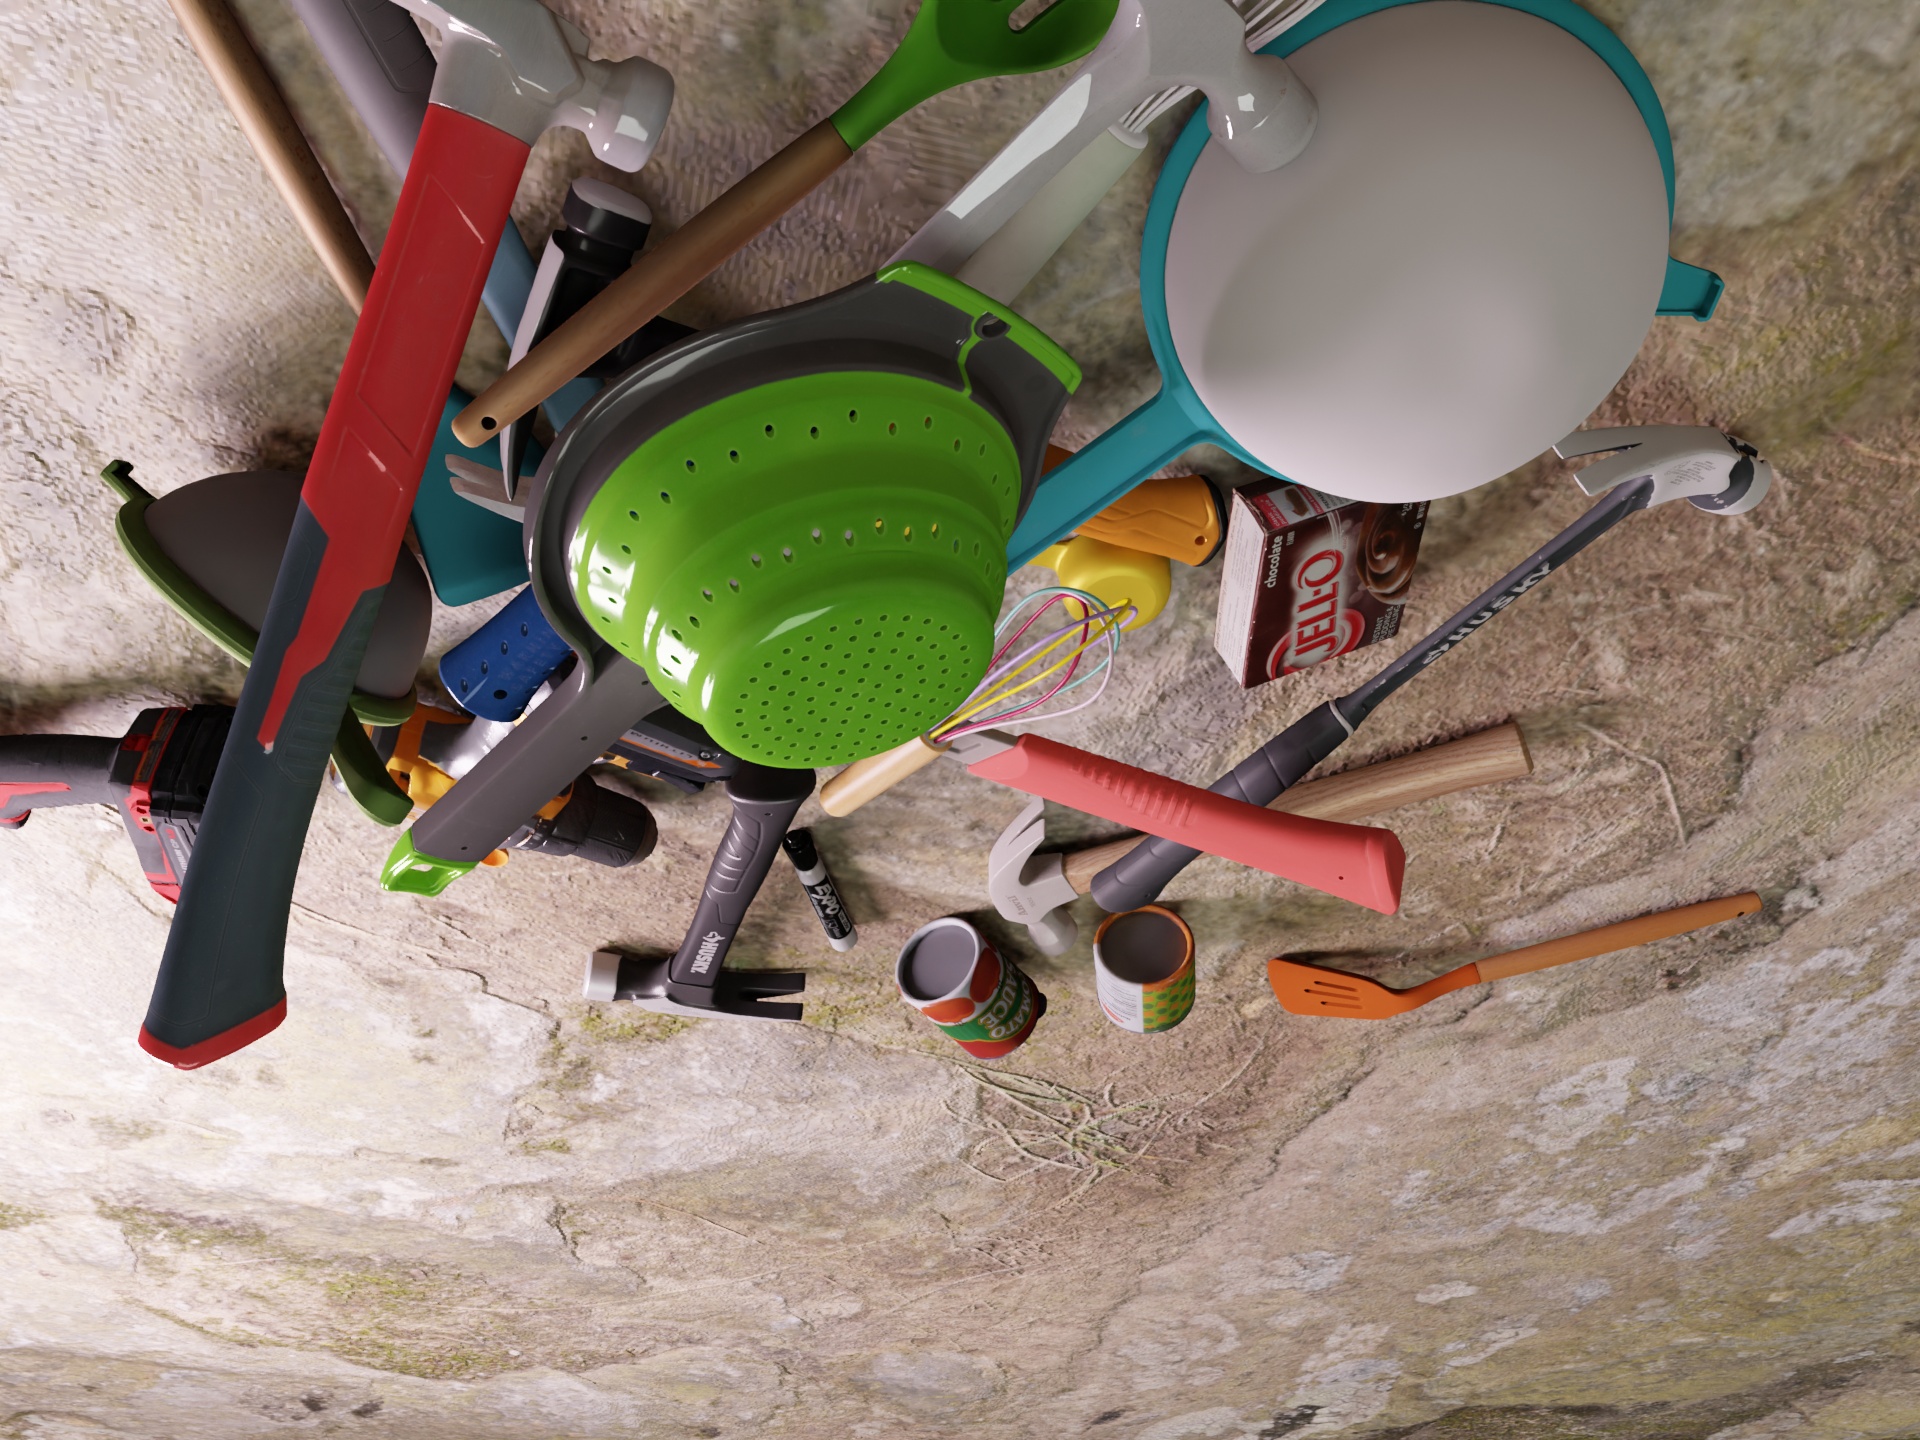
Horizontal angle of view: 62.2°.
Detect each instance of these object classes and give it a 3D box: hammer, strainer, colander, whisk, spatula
[{"bbox_3d":[-0.026,-0.117,0.693,0.336,0.034,0.127,13,119,-28],"label":"hammer"},{"bbox_3d":[0.052,0.034,0.830,0.359,0.037,0.149,18,138,5],"label":"hammer"},{"bbox_3d":[0.128,-0.129,0.625,0.340,0.095,0.210,-34,121,19],"label":"strainer"},{"bbox_3d":[0.205,-0.011,0.810,0.149,0.036,0.409,0,146,-45],"label":"hammer"},{"bbox_3d":[-0.191,-0.204,0.604,0.128,0.033,0.330,-28,134,-4],"label":"hammer"},{"bbox_3d":[-0.067,-0.128,0.594,0.405,0.035,0.144,-38,138,25],"label":"hammer"},{"bbox_3d":[0.171,0.061,0.953,0.331,0.031,0.129,-18,138,18],"label":"hammer"},{"bbox_3d":[-0.109,-0.003,0.629,0.397,0.095,0.204,-38,146,28],"label":"colander"},{"bbox_3d":[-0.136,0.110,0.957,0.146,0.035,0.334,11,148,-14],"label":"hammer"},{"bbox_3d":[0.066,-0.230,0.595,0.058,0.059,0.246,49,132,1],"label":"whisk"},{"bbox_3d":[0.374,0.157,1.084,0.322,0.041,0.080,-17,138,11],"label":"spatula"},{"bbox_3d":[-0.003,-0.002,0.758,0.051,0.047,0.245,27,144,-25],"label":"whisk"},{"bbox_3d":[-0.265,-0.045,0.680,0.069,0.257,0.151,-50,135,2],"label":"strainer"},{"bbox_3d":[-0.244,-0.181,0.638,0.082,0.044,0.317,-24,137,-5],"label":"spatula"},{"bbox_3d":[-0.227,-0.066,0.546,0.143,0.038,0.386,18,95,-27],"label":"hammer"}]

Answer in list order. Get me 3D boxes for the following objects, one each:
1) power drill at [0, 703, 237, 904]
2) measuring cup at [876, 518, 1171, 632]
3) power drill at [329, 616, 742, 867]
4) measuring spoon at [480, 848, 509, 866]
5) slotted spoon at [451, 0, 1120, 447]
[{"bbox_3d":[-0.504,0.045,0.875,0.219,0.079,0.143,6,139,-5],"label":"power drill"},{"bbox_3d":[0.031,-0.075,0.784,0.156,0.029,0.062,8,139,-14],"label":"measuring cup"},{"bbox_3d":[-0.198,0.016,0.833,0.185,0.084,0.226,26,145,-36],"label":"power drill"},{"bbox_3d":[-0.309,0.051,0.941,0.021,0.011,0.116,-21,133,21],"label":"measuring spoon"},{"bbox_3d":[-0.065,-0.198,0.577,0.314,0.031,0.070,-35,129,10],"label":"slotted spoon"}]
